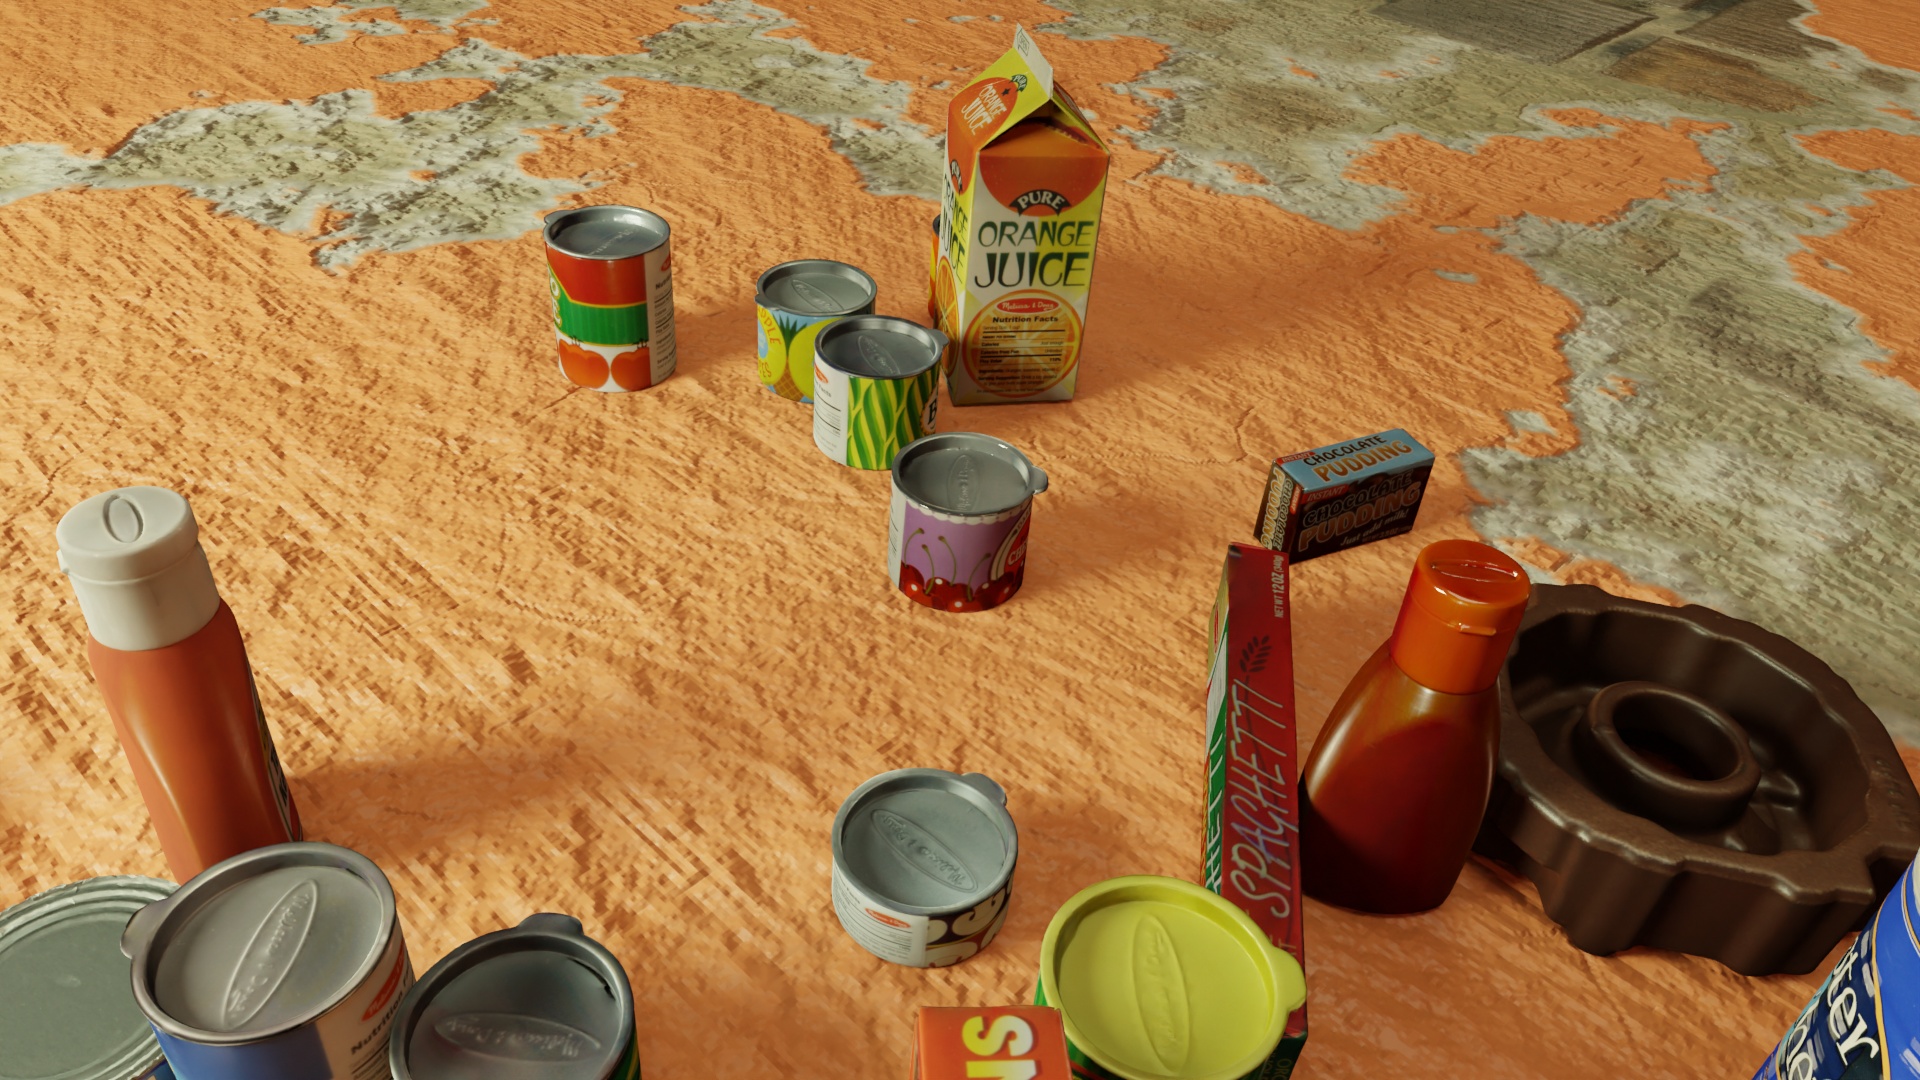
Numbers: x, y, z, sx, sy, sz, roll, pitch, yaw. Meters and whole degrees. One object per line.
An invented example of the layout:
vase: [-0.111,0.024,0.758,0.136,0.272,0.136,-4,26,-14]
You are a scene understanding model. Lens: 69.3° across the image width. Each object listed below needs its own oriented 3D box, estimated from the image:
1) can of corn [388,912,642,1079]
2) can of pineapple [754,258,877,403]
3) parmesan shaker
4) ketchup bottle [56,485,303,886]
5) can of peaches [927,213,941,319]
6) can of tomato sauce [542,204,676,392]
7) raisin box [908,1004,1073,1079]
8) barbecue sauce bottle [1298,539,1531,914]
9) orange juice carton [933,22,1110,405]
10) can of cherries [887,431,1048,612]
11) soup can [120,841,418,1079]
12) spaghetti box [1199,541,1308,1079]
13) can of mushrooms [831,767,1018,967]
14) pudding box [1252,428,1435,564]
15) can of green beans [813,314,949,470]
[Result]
can of corn: [-0.128,0.157,0.411,0.071,0.058,0.071,3,37,-2]
can of pineapple: [-0.082,-0.117,0.778,0.071,0.057,0.071,3,37,-2]
parmesan shaker: [0.053,0.155,0.398,0.071,0.102,0.072,3,37,-2]
ketchup bottle: [-0.256,0.052,0.458,0.044,0.148,0.065,-19,43,-29]
can of peaches: [0.013,-0.164,0.852,0.071,0.057,0.071,3,37,-2]
can of tomato sauce: [-0.193,-0.133,0.764,0.071,0.082,0.071,3,37,-2]
raisin box: [0.006,0.185,0.337,0.040,0.122,0.086,1,37,-6]
barbecue sauce bottle: [0.159,0.069,0.488,0.065,0.147,0.044,7,37,3]
orange juice carton: [0.031,-0.173,0.755,0.073,0.191,0.072,-4,38,-11]
can of cherries: [0.002,-0.008,0.644,0.071,0.058,0.072,3,37,-2]
soup can: [-0.195,0.140,0.404,0.071,0.083,0.072,3,37,-2]
spaghetti box: [0.109,0.095,0.529,0.029,0.049,0.251,9,37,5]
can of mushrooms: [-0.012,0.116,0.500,0.071,0.033,0.071,3,37,-3]
pudding box: [0.192,-0.023,0.694,0.084,0.049,0.030,-13,41,-23]
can of green beans: [-0.044,-0.078,0.731,0.071,0.057,0.071,3,37,-2]
